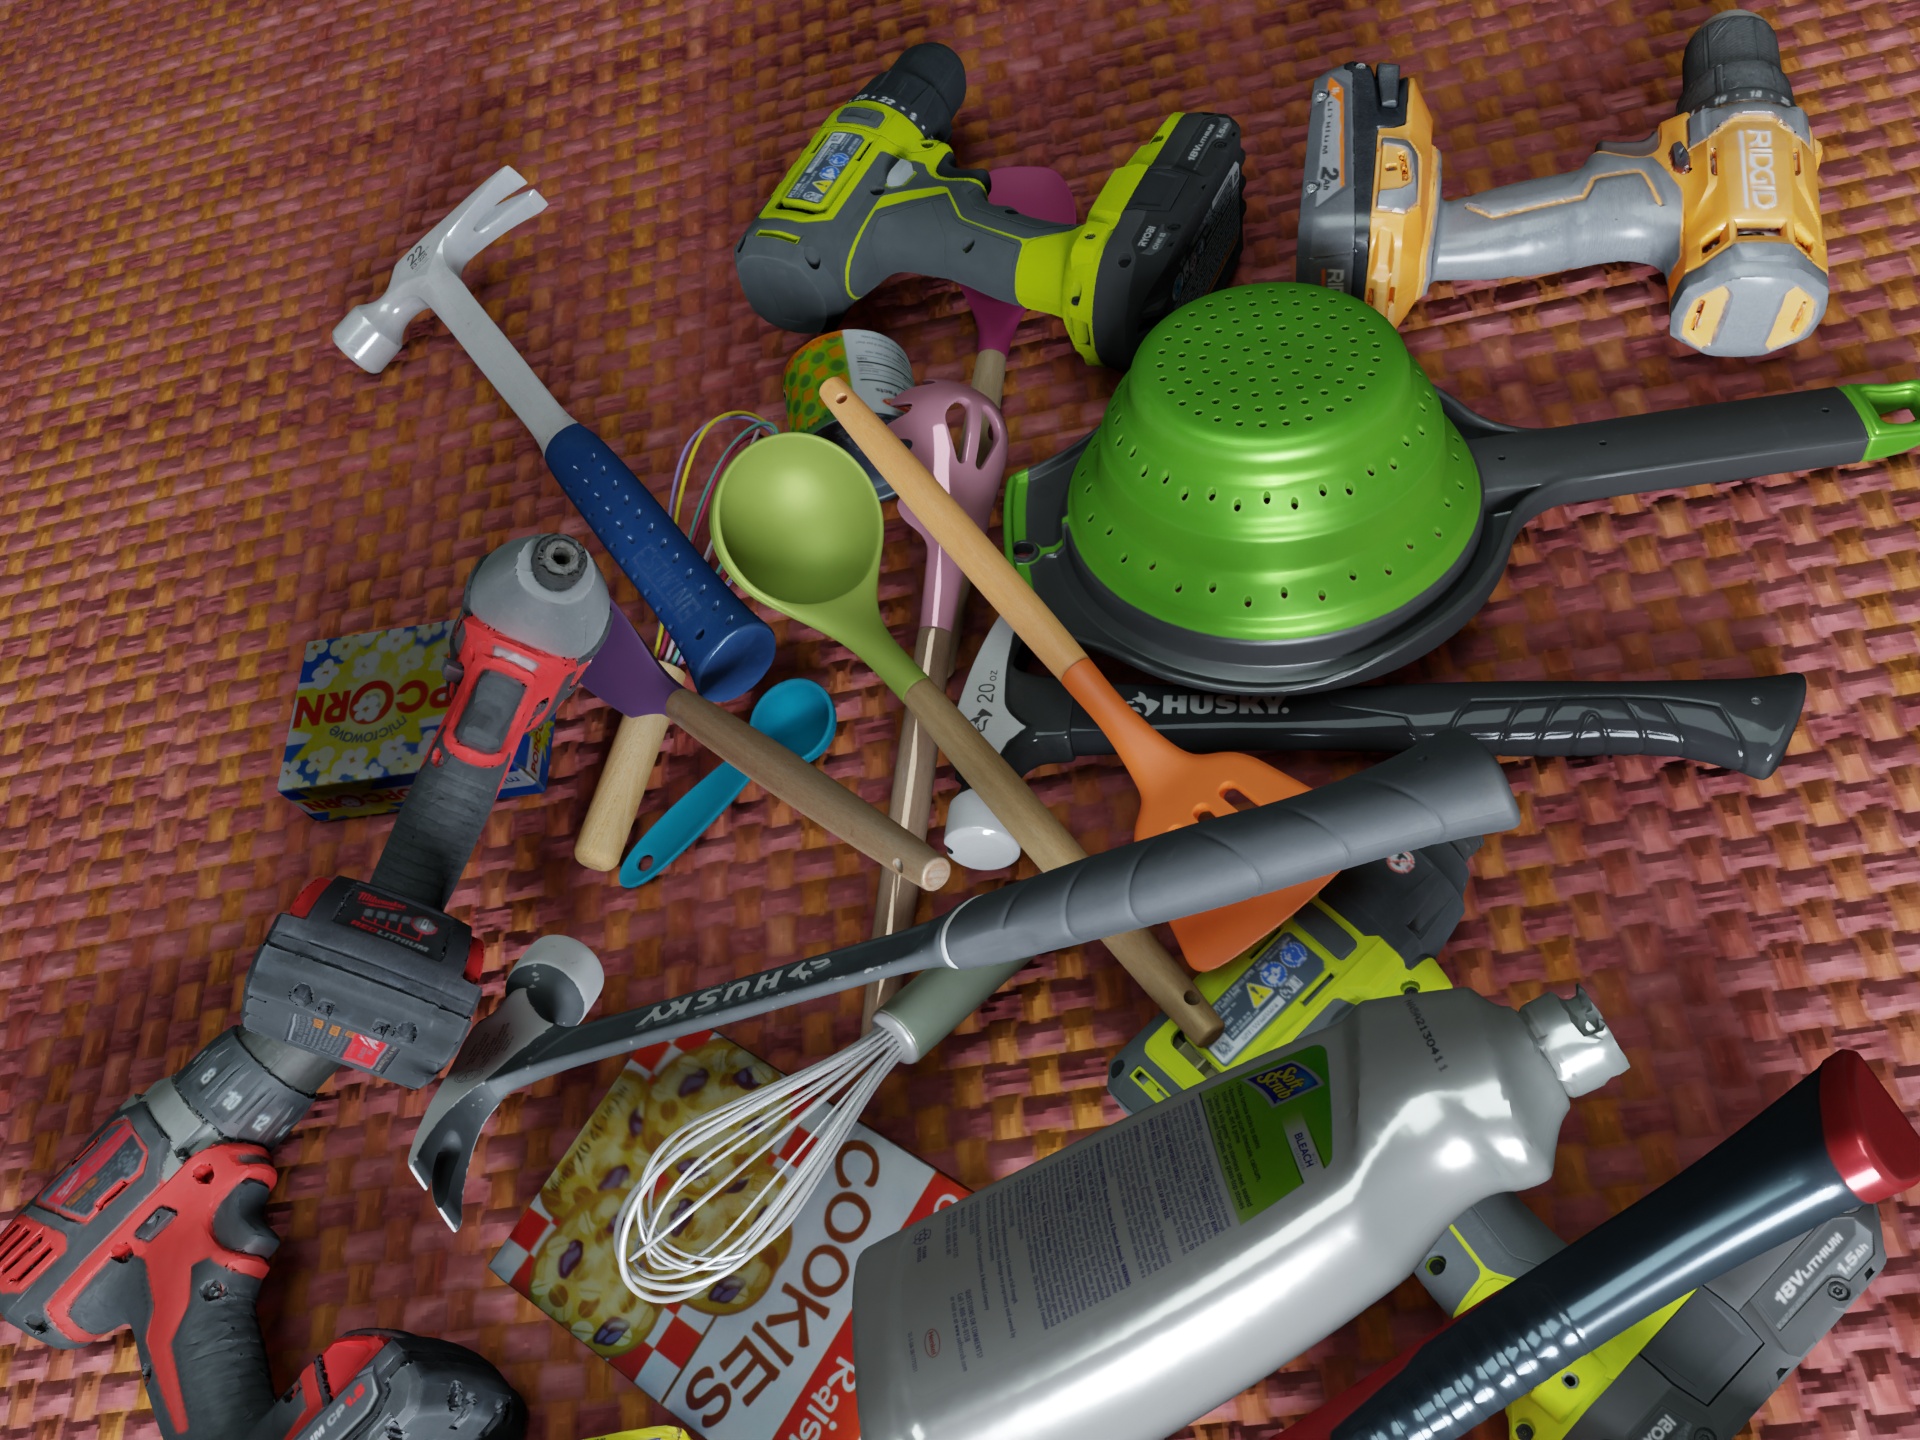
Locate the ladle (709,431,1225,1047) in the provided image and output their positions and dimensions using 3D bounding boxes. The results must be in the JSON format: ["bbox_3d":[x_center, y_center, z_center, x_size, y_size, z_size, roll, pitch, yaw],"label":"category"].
[{"bbox_3d":[-0.001,-0.002,0.628,0.078,0.062,0.320,-25,57,-25],"label":"ladle"}]

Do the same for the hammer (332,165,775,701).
[{"bbox_3d":[-0.201,-0.150,0.806,0.144,0.035,0.406,-46,54,5],"label":"hammer"}]

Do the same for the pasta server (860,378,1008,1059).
[{"bbox_3d":[-0.018,-0.011,0.698,0.060,0.040,0.316,15,73,-24],"label":"pasta server"}]

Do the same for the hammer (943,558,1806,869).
[{"bbox_3d":[0.164,-0.005,0.653,0.335,0.035,0.146,0,52,13],"label":"hammer"}]

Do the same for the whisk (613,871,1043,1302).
[{"bbox_3d":[-0.030,0.125,0.600,0.058,0.059,0.246,17,43,44],"label":"whisk"}]

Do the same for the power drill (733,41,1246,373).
[{"bbox_3d":[0.022,-0.264,0.802,0.228,0.080,0.191,17,62,21],"label":"power drill"}]

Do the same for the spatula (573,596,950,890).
[{"bbox_3d":[-0.103,0.000,0.656,0.018,0.059,0.316,-17,30,-33],"label":"spatula"}]

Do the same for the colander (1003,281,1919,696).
[{"bbox_3d":[0.209,-0.127,0.659,0.397,0.094,0.205,-8,49,5],"label":"colander"}]

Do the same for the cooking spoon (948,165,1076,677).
[{"bbox_3d":[0.012,-0.162,0.799,0.069,0.017,0.319,3,62,11],"label":"cooking spoon"}]

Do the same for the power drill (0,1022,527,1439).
[{"bbox_3d":[-0.272,0.219,0.639,0.227,0.080,0.188,36,76,32],"label":"power drill"}]

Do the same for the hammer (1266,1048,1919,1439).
[{"bbox_3d":[0.101,0.215,0.468,0.386,0.143,0.038,-35,85,4],"label":"hammer"}]

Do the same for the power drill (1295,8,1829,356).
[{"bbox_3d":[0.278,-0.259,0.744,0.226,0.084,0.185,5,63,13],"label":"power drill"}]

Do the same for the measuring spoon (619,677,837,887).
[{"bbox_3d":[-0.105,0.033,0.730,0.128,0.021,0.042,-43,60,1],"label":"measuring spoon"}]

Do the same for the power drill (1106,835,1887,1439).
[{"bbox_3d":[0.184,0.142,0.551,0.171,0.080,0.223,-43,56,-8],"label":"power drill"}]

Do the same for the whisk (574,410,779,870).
[{"bbox_3d":[-0.131,-0.043,0.764,0.051,0.047,0.245,4,67,31],"label":"whisk"}]

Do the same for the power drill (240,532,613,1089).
[{"bbox_3d":[-0.204,0.027,0.644,0.078,0.143,0.220,25,62,-15],"label":"power drill"}]

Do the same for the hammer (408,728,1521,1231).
[{"bbox_3d":[-0.015,0.080,0.552,0.409,0.036,0.149,-19,21,20],"label":"hammer"}]

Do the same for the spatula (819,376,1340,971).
[{"bbox_3d":[0.030,-0.040,0.640,0.081,0.041,0.323,-40,65,1],"label":"spatula"}]
